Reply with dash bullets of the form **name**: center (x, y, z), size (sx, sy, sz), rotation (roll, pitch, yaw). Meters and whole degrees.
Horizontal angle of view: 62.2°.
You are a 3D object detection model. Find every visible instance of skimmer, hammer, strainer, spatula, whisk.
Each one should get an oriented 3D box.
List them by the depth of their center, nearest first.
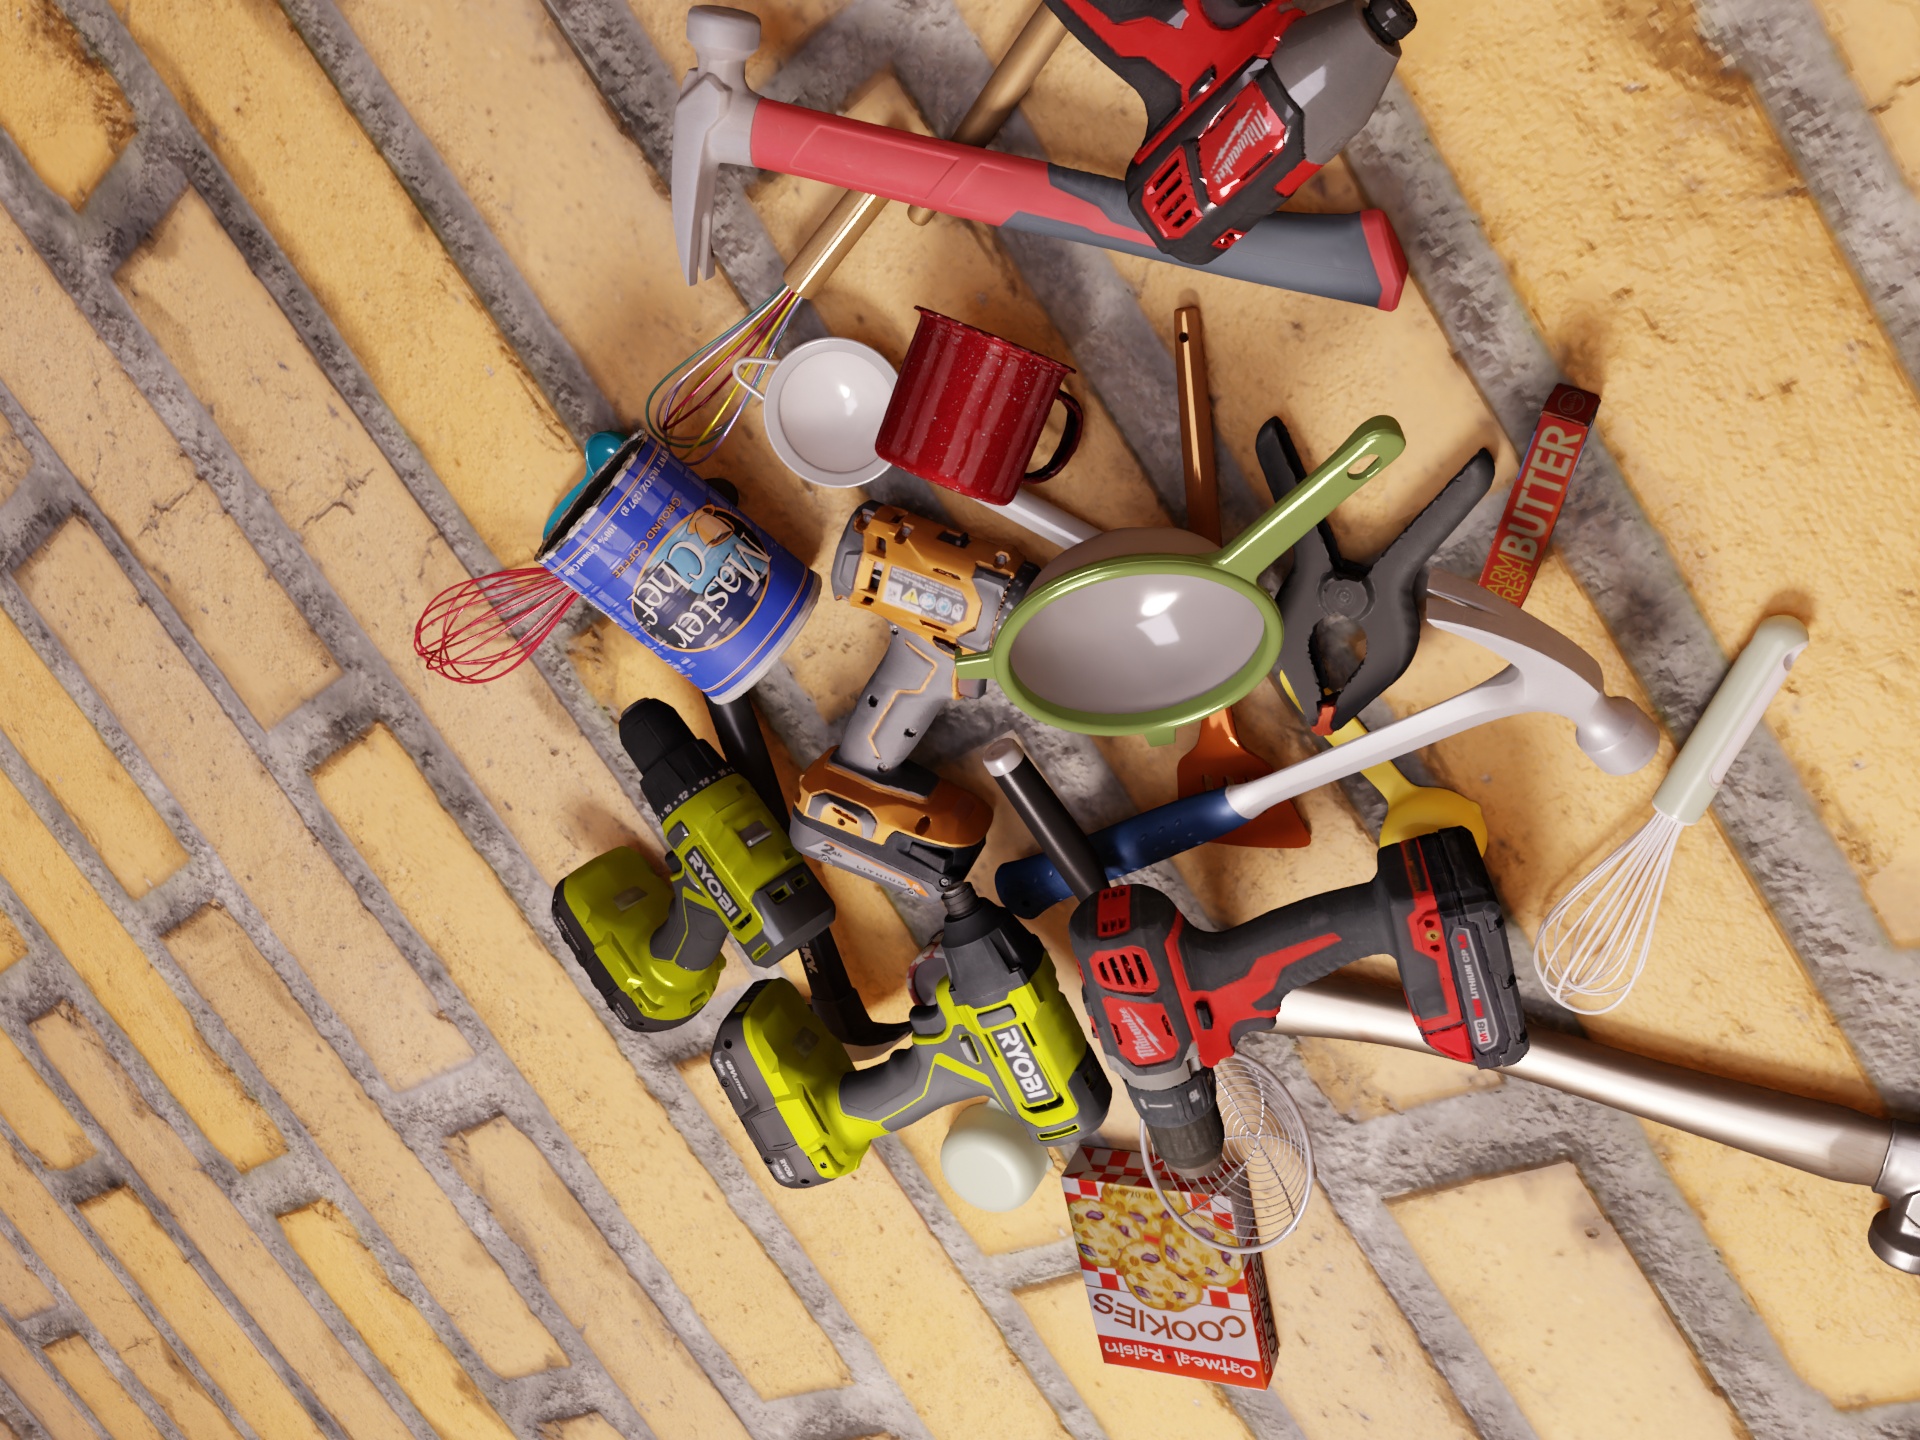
- **strainer**: center (0.119, -0.085, 0.803), size (0.151, 0.069, 0.256), rotation (19, 139, -30)
- **hammer**: center (0.031, -0.253, 0.815), size (0.386, 0.038, 0.143), rotation (17, 121, 12)
- **whisk**: center (0.365, 0.053, 0.820), size (0.059, 0.057, 0.246), rotation (45, 129, 39)
- **hammer**: center (0.160, 0.038, 0.882), size (0.144, 0.035, 0.405), rotation (37, 139, -23)
- **spatula**: center (0.143, -0.067, 0.888), size (0.081, 0.041, 0.322), rotation (2, 112, 28)
- **hammer**: center (0.347, 0.188, 0.905), size (0.411, 0.038, 0.146), rotation (13, 119, 22)
- **strainer**: center (-0.011, -0.147, 0.915), size (0.258, 0.050, 0.087), rotation (29, 112, 5)
- **whisk**: center (-0.108, -0.238, 0.919), size (0.051, 0.047, 0.245), rotation (40, 123, -11)
- **skimmer**: center (0.101, 0.171, 0.946), size (0.127, 0.090, 0.363), rotation (-9, 125, 42)
- **whisk**: center (-0.263, -0.093, 1.065), size (0.296, 0.073, 0.073), rotation (-23, 103, 28)
- **hammer**: center (-0.120, 0.083, 1.080), size (0.146, 0.035, 0.334), rotation (-1, 112, 47)

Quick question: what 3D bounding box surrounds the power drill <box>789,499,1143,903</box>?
- **power drill**: center (-0.002, -0.003, 0.962), size (0.185, 0.084, 0.226), rotation (20, 118, 9)

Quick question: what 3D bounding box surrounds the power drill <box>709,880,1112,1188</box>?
- **power drill**: center (-0.037, 0.201, 1.001), size (0.223, 0.080, 0.171), rotation (-21, 103, 24)

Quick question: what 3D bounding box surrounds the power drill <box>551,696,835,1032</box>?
- **power drill**: center (-0.197, 0.105, 1.088), size (0.190, 0.080, 0.228), rotation (53, 137, 7)

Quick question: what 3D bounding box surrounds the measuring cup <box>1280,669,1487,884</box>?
- **measuring cup**: center (0.230, 0.032, 0.888), size (0.156, 0.029, 0.062), rotation (48, 126, -1)

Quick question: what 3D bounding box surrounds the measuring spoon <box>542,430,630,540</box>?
- **measuring spoon**: center (-0.244, -0.151, 1.052), size (0.042, 0.021, 0.128), rotation (50, 135, -4)

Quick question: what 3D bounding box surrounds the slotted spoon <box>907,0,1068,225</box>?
- **slotted spoon**: center (0.059, -0.365, 0.774), size (0.070, 0.031, 0.313), rotation (44, 128, 1)

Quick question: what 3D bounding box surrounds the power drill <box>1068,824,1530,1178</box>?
- **power drill**: center (0.186, 0.161, 0.875), size (0.226, 0.080, 0.187), rotation (-14, 115, 13)

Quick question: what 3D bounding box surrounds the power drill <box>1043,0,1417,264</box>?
- **power drill**: center (0.093, -0.329, 0.699), size (0.143, 0.078, 0.219), rotation (-35, 89, 41)

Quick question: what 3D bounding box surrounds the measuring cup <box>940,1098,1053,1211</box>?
- **measuring cup**: center (0.022, 0.278, 1.117), size (0.083, 0.038, 0.167), rotation (13, 122, 21)
